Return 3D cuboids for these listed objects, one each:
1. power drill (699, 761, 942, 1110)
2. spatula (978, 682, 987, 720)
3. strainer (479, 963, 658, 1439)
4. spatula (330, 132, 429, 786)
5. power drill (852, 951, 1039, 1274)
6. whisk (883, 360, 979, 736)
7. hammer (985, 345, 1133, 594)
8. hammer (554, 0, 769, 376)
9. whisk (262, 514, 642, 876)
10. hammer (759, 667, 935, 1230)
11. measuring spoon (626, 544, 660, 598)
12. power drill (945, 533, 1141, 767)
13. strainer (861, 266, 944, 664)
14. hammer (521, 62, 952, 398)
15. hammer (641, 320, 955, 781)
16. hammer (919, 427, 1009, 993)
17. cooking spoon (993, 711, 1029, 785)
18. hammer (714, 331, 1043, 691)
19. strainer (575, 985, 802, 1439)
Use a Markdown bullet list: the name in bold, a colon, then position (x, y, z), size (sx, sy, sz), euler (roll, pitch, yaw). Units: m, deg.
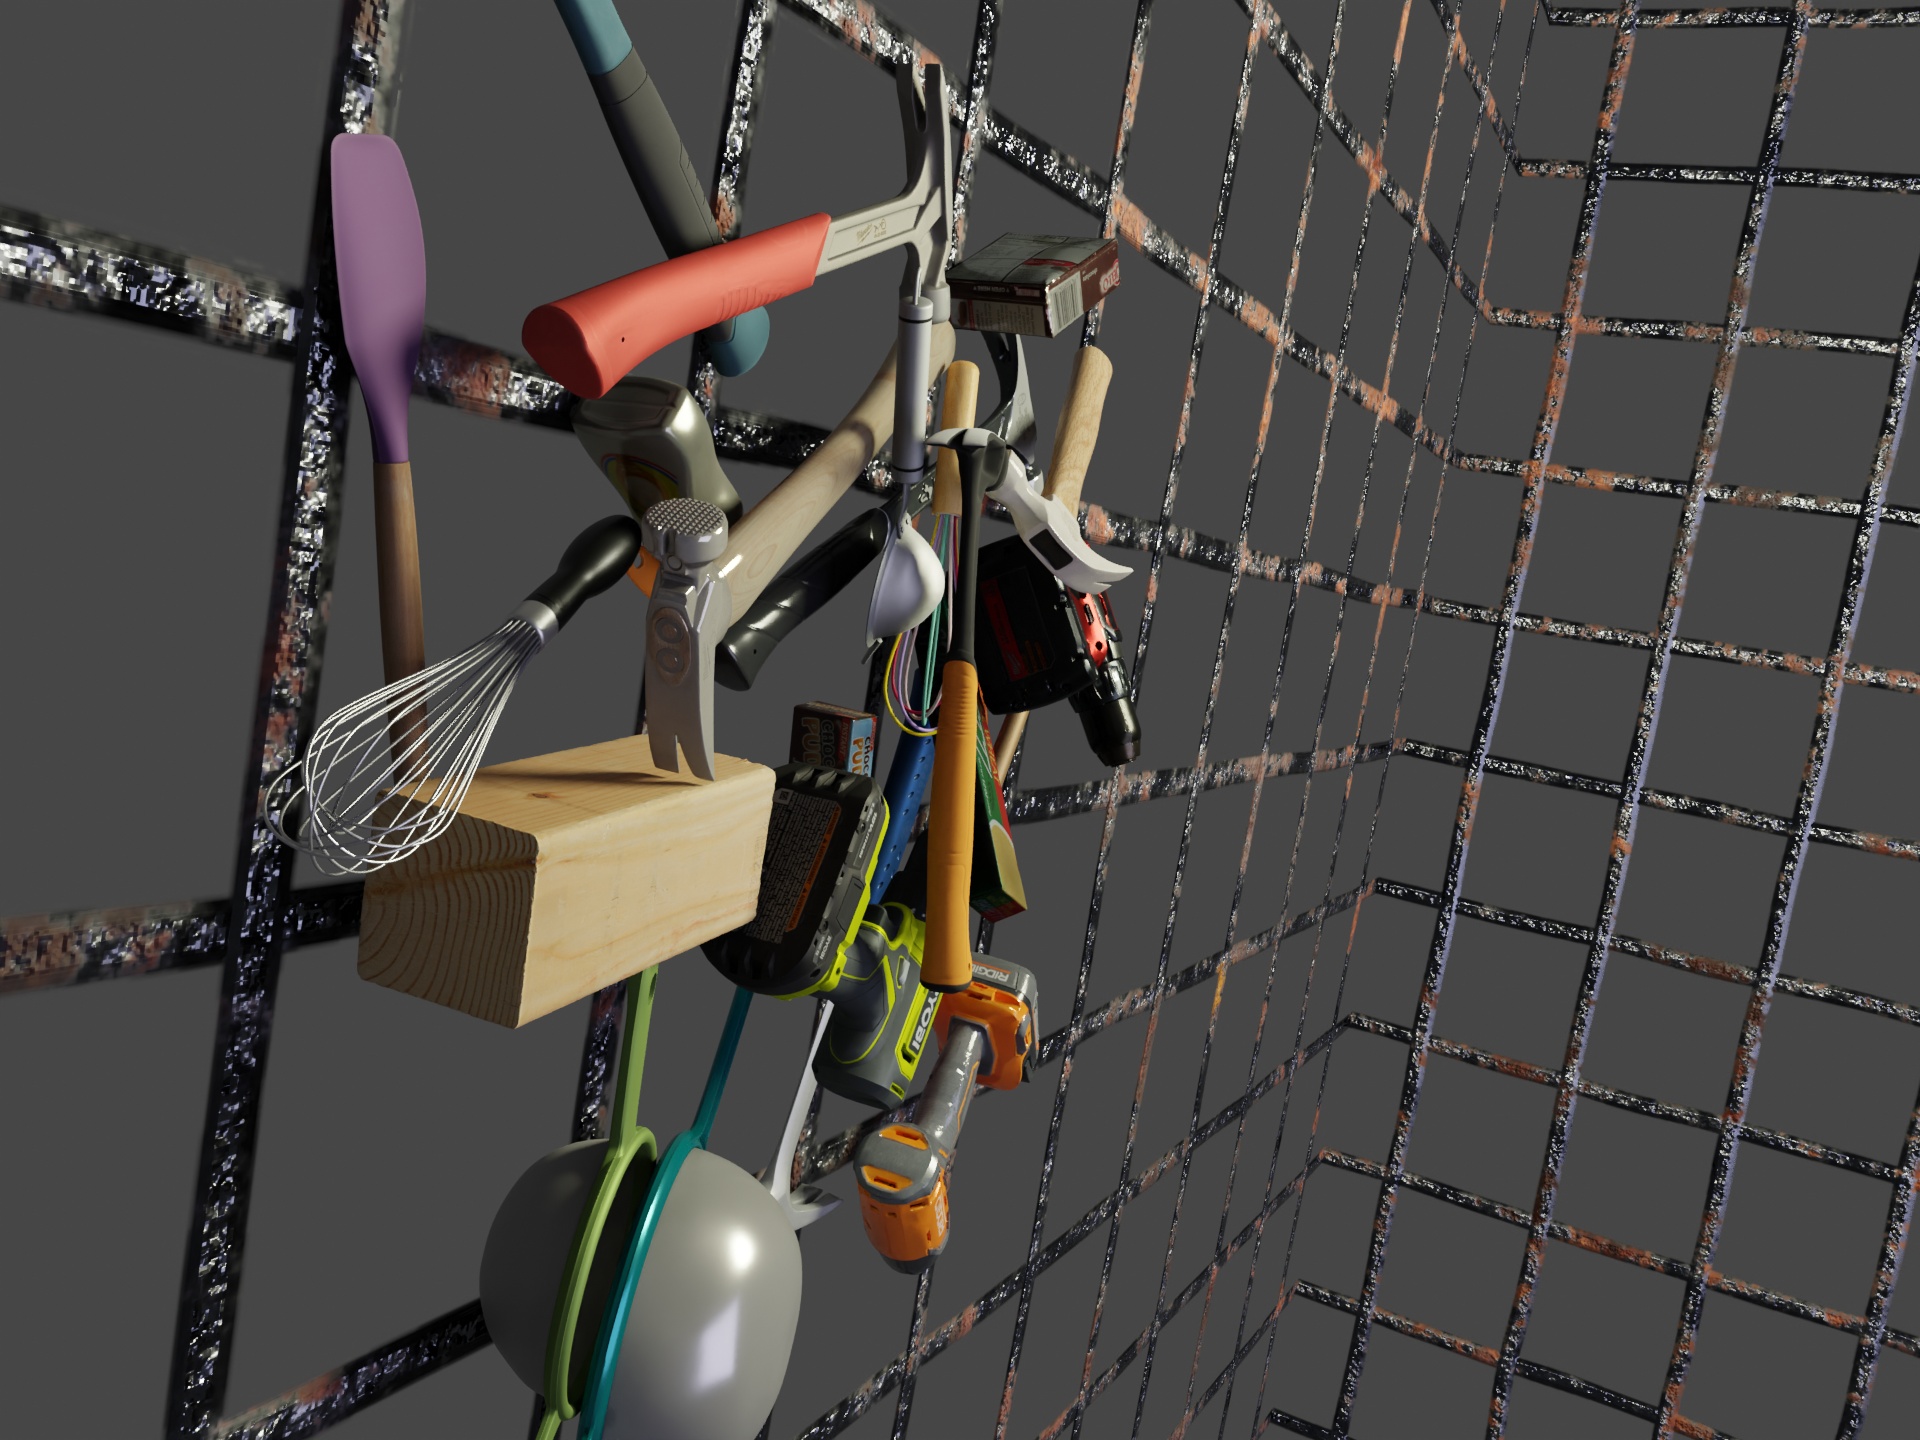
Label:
- **power drill**: position (-0.061, 0.119, 0.980), size (0.191, 0.080, 0.228), euler (-69, 154, -21)
- **spatula**: position (-0.024, 0.107, 1.214), size (0.081, 0.041, 0.322), euler (0, 105, -62)
- **strainer**: position (-0.206, 0.234, 0.833), size (0.151, 0.069, 0.256), euler (-65, 166, -78)
- **spatula**: position (-0.245, -0.088, 0.694), size (0.060, 0.018, 0.315), euler (-44, 140, -66)
- **power drill**: position (-0.011, 0.312, 1.234), size (0.164, 0.084, 0.227), euler (86, 25, -44)
- **whisk**: position (-0.014, -0.112, 1.026), size (0.051, 0.047, 0.245), euler (18, 78, -75)
- **hammer**: position (0.084, -0.197, 1.153), size (0.130, 0.031, 0.331), euler (49, 28, -20)
- **hammer**: position (-0.160, -0.302, 0.752), size (0.128, 0.033, 0.330), euler (-63, 150, -29)
- **whisk**: position (-0.209, -0.025, 0.716), size (0.285, 0.070, 0.070), euler (-63, 153, -53)
- **hammer**: position (-0.074, 0.161, 1.117), size (0.144, 0.035, 0.405), euler (36, 69, -61)
- **measuring spoon**: position (-0.156, -0.068, 0.884), size (0.021, 0.011, 0.116), euler (-69, 153, -16)
- **power drill**: position (0.077, -0.050, 1.185), size (0.226, 0.080, 0.188), euler (-11, 82, -73)
- **strainer**: position (-0.030, -0.139, 0.939), size (0.087, 0.050, 0.258), euler (-66, 164, -55)
- **hammer**: position (-0.097, -0.247, 0.826), size (0.359, 0.037, 0.149), euler (-42, 137, -52)
- **hammer**: position (-0.077, -0.131, 0.901), size (0.411, 0.038, 0.146), euler (-62, 162, -53)
- **hammer**: position (-0.001, -0.003, 0.944), size (0.127, 0.034, 0.337), euler (-28, 122, -80)
- **cooking spoon**: position (-0.005, 0.119, 1.184), size (0.068, 0.017, 0.319), euler (108, 4, -78)
- **hammer**: position (-0.045, -0.135, 1.035), size (0.409, 0.036, 0.149), euler (-48, 140, -48)
- **strainer**: position (-0.130, 0.296, 0.945), size (0.210, 0.095, 0.341), euler (97, 7, -64)
